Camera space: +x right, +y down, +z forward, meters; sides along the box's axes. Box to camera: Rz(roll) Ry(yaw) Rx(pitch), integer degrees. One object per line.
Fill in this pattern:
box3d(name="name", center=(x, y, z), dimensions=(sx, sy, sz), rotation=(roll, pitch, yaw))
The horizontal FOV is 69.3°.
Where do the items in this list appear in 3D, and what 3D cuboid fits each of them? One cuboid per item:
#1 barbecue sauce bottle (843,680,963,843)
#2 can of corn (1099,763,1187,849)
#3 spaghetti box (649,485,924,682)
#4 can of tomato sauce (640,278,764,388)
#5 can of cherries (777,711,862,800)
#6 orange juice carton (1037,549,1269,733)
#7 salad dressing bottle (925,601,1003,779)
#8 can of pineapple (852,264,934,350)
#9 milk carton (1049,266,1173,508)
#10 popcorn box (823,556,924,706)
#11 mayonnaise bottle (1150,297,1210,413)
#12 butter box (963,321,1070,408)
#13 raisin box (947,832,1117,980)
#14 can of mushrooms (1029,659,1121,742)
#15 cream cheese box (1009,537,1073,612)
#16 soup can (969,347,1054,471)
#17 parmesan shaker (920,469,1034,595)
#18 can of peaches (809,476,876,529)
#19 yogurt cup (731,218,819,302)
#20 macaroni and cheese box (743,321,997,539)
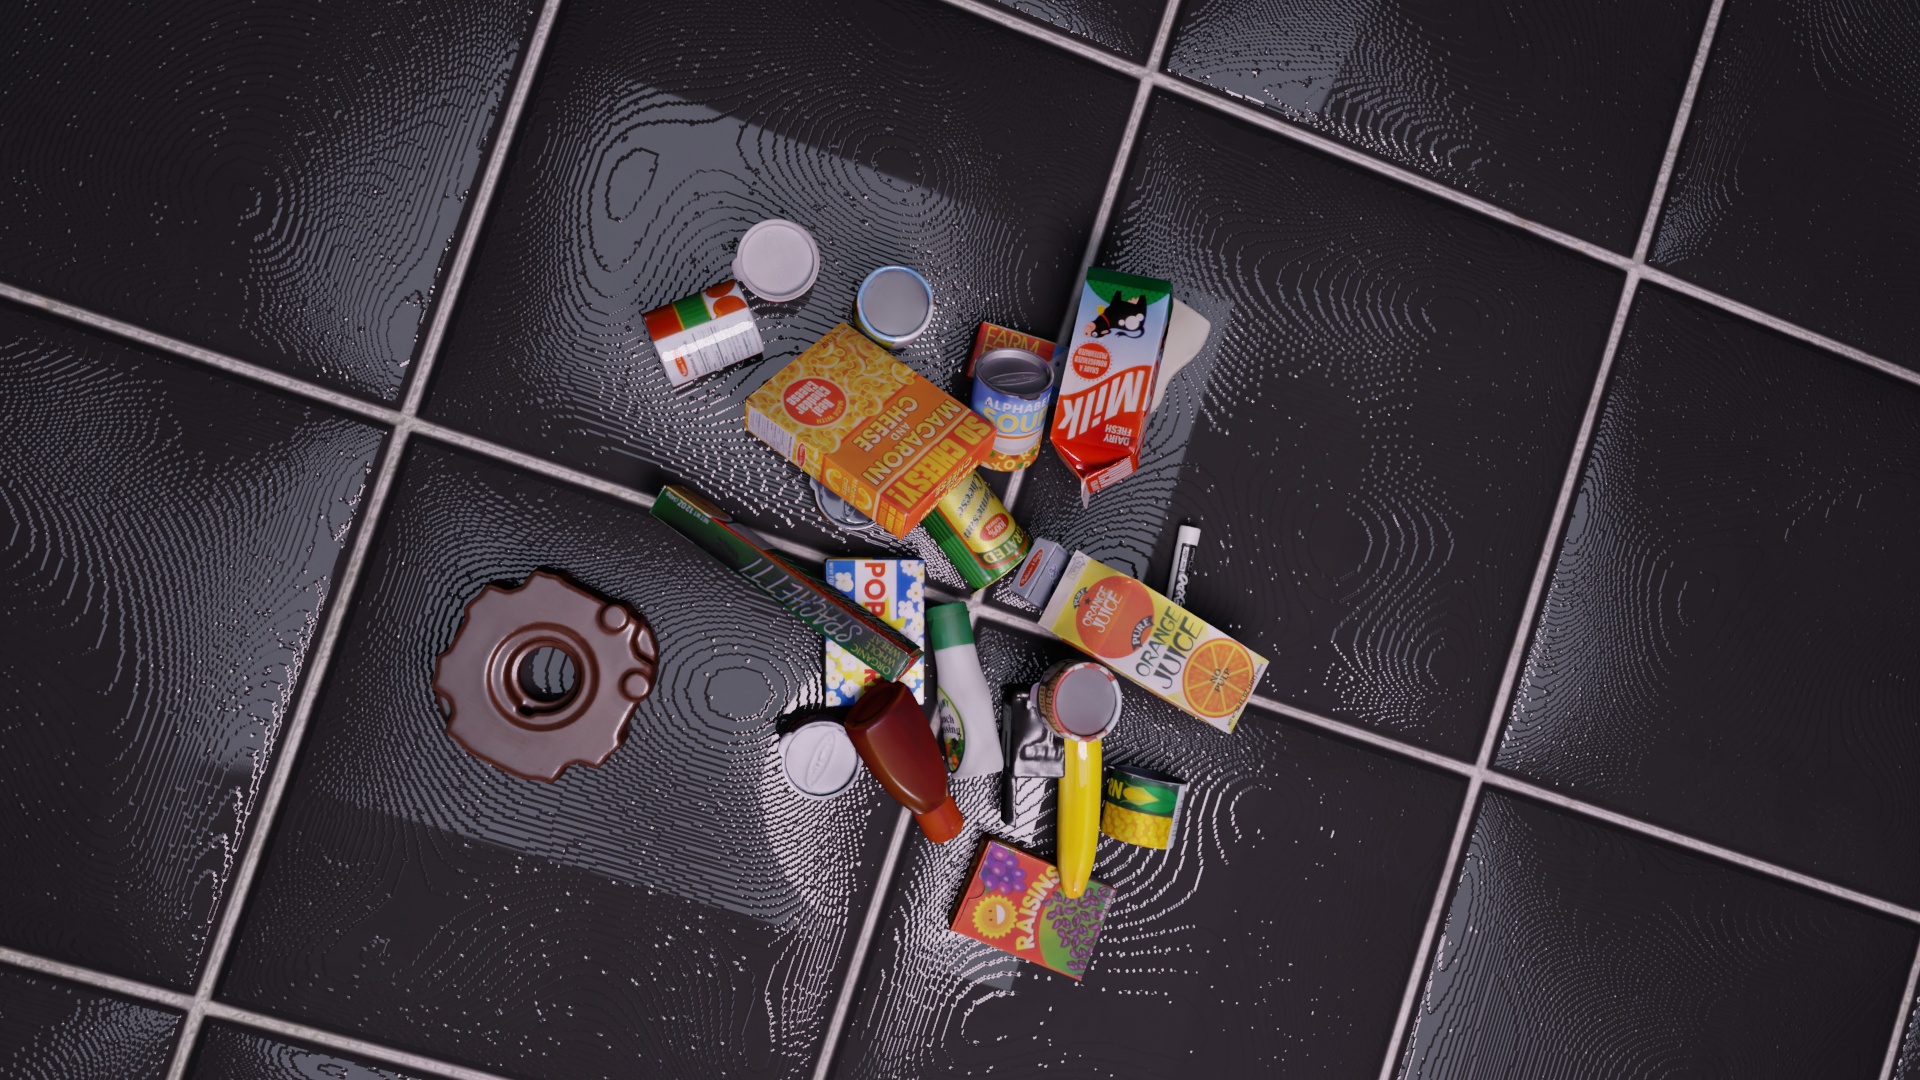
box3d(name="barbecue sauce bottle", center=(-0.041, 0.190, 1.162), dimensions=(0.065, 0.043, 0.148), rotation=(-47, 124, -34))
box3d(name="can of corn", center=(0.156, 0.230, 1.207), dimensions=(0.071, 0.071, 0.058), rotation=(12, 89, -9))
box3d(name="spaghetti box", center=(-0.142, 0.034, 1.138), dimensions=(0.250, 0.050, 0.028), rotation=(34, 97, 7))
box3d(name="can of tomato sauce", center=(-0.214, -0.173, 1.150), dimensions=(0.083, 0.071, 0.071), rotation=(-23, 94, -8))
box3d(name="can of cherries", center=(-0.120, 0.178, 1.168), dimensions=(0.071, 0.058, 0.071), rotation=(0, 91, -8))
box3d(name="orange juice carton", center=(0.157, 0.084, 1.172), dimensions=(0.192, 0.073, 0.072), rotation=(31, 85, -20))
box3d(name="salad dressing bottle", center=(0.001, 0.127, 1.188), dimensions=(0.044, 0.064, 0.147), rotation=(-9, 83, -20))
box3d(name="can of pineapple", center=(-0.059, -0.198, 1.176), dimensions=(0.071, 0.058, 0.071), rotation=(0, 90, -8))
box3d(name="milk carton", center=(0.123, -0.123, 1.160), dimensions=(0.073, 0.072, 0.190), rotation=(12, 84, 11))
box3d(name="popcorn box", center=(-0.074, 0.077, 1.184), dimensions=(0.085, 0.038, 0.126), rotation=(0, 90, -9))
box3d(name="mayonnaise bottle", center=(0.156, -0.143, 1.219), dimensions=(0.065, 0.041, 0.148), rotation=(33, 87, 0))
box3d(name="butter box", center=(0.059, -0.151, 1.211), dimensions=(0.103, 0.024, 0.053), rotation=(16, 87, -9))
box3d(name="raisin box", center=(0.061, 0.317, 1.206), dimensions=(0.123, 0.040, 0.086), rotation=(23, 88, -7))
box3d(name="can of mushrooms", center=(0.095, 0.132, 1.142), dimensions=(0.071, 0.033, 0.071), rotation=(0, 89, -22))
box3d(name="cream cheese box", center=(0.089, 0.042, 1.187), dimensions=(0.103, 0.024, 0.053), rotation=(35, 83, -47))
box3d(name="soup can", center=(0.041, -0.108, 1.167), dimensions=(0.071, 0.072, 0.083), rotation=(1, 133, -9))
box3d(name="parmesan shaker", center=(0.004, -0.015, 1.181), dimensions=(0.071, 0.071, 0.103), rotation=(-39, 96, -6))
box3d(name="can of peaches", center=(-0.093, -0.043, 1.172), dimensions=(0.071, 0.058, 0.071), rotation=(0, 91, -8))
box3d(name="yogurt cup", center=(-0.153, -0.231, 1.164), dimensions=(0.072, 0.054, 0.072), rotation=(0, 90, -9))
box3d(name="macaroni and cheese box", center=(-0.073, -0.092, 1.132), dimensions=(0.166, 0.040, 0.124), rotation=(36, 56, 14))
